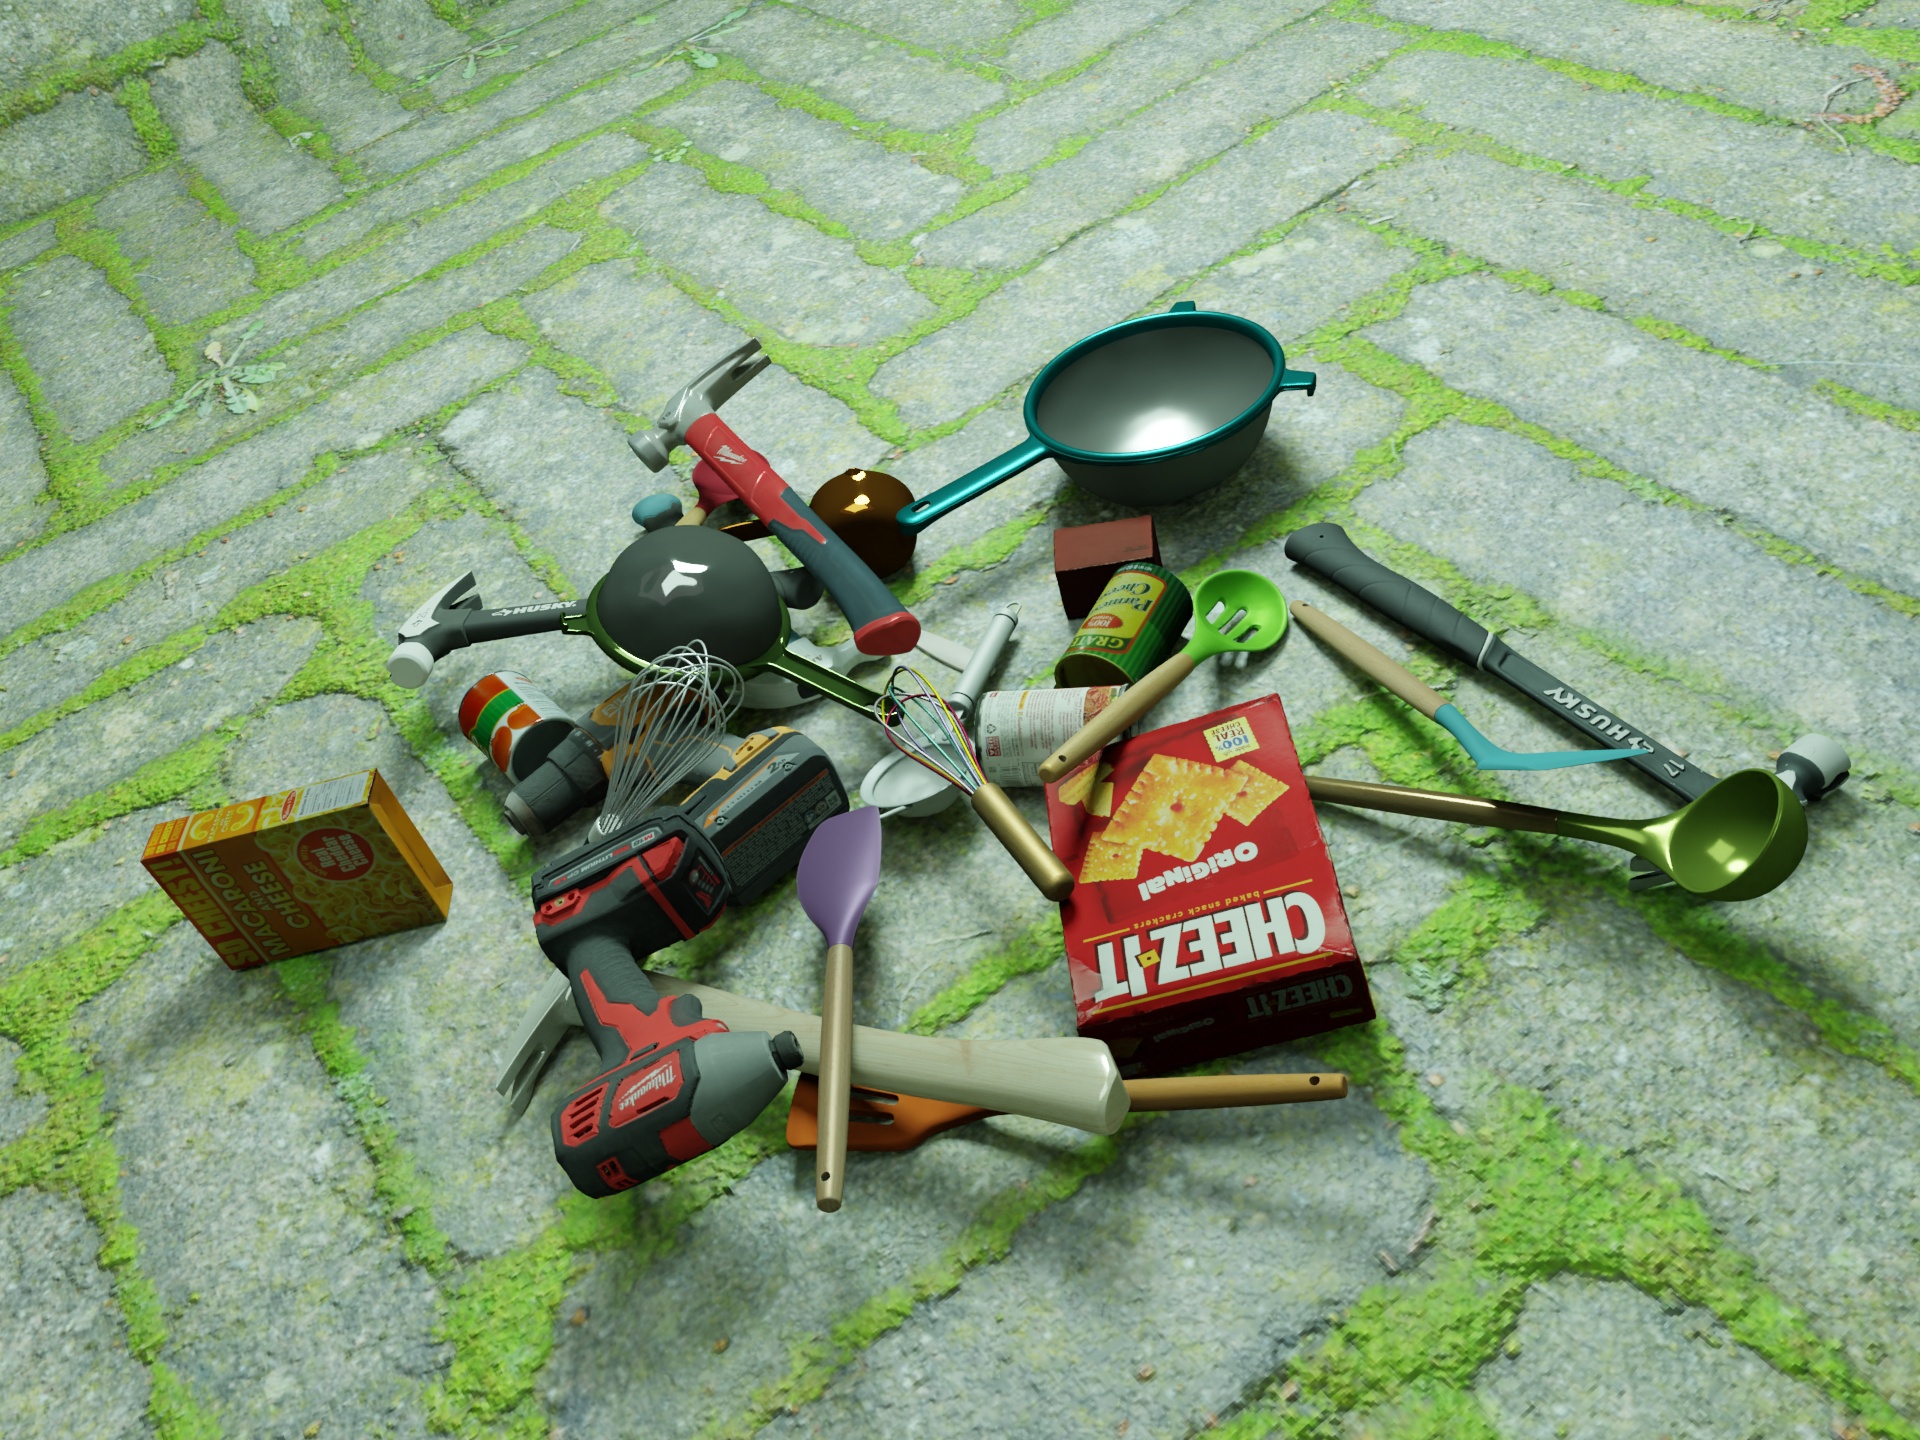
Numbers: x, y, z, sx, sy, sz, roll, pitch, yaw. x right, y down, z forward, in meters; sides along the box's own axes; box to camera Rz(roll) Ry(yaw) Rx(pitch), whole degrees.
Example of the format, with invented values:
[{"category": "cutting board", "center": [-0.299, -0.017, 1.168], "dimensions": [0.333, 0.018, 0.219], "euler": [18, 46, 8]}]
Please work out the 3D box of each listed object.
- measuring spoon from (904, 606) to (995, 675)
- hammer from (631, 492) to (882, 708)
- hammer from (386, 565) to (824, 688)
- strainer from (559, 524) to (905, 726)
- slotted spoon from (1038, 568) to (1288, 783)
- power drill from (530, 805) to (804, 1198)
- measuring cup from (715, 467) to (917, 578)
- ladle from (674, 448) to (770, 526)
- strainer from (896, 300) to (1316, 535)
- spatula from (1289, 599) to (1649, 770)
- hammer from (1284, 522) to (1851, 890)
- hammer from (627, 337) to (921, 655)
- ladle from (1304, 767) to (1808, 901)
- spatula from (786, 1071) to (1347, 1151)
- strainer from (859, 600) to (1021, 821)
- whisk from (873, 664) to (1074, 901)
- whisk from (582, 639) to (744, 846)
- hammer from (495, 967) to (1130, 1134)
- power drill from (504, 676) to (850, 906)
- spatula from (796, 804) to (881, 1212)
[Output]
[{"category": "measuring spoon", "center": [-0.020, -0.063, 1.230], "dimensions": [0.124, 0.018, 0.034], "euler": [28, 59, 37]}, {"category": "hammer", "center": [-0.191, -0.110, 1.325], "dimensions": [0.128, 0.033, 0.331], "euler": [-31, 44, -15]}, {"category": "hammer", "center": [-0.275, -0.091, 1.266], "dimensions": [0.335, 0.035, 0.146], "euler": [-7, 30, 4]}, {"category": "strainer", "center": [-0.149, -0.073, 1.143], "dimensions": [0.256, 0.069, 0.151], "euler": [26, 42, 14]}, {"category": "slotted spoon", "center": [0.137, -0.030, 1.069], "dimensions": [0.070, 0.031, 0.314], "euler": [40, 41, 13]}, {"category": "power drill", "center": [-0.176, 0.161, 0.940], "dimensions": [0.143, 0.078, 0.220], "euler": [-26, 43, 2]}, {"category": "measuring cup", "center": [-0.119, -0.147, 1.292], "dimensions": [0.173, 0.095, 0.052], "euler": [-10, 52, 1]}, {"category": "ladle", "center": [-0.226, -0.163, 1.328], "dimensions": [0.069, 0.031, 0.316], "euler": [9, 29, 6]}, {"category": "strainer", "center": [0.108, -0.208, 1.283], "dimensions": [0.340, 0.095, 0.211], "euler": [-30, 42, -9]}, {"category": "spatula", "center": [0.302, -0.025, 1.032], "dimensions": [0.082, 0.044, 0.318], "euler": [-8, 28, -19]}, {"category": "hammer", "center": [0.362, -0.033, 1.064], "dimensions": [0.149, 0.036, 0.409], "euler": [-33, 44, -14]}, {"category": "hammer", "center": [-0.129, -0.175, 1.249], "dimensions": [0.143, 0.038, 0.387], "euler": [-41, 49, -3]}, {"category": "ladle", "center": [0.326, 0.051, 0.942], "dimensions": [0.320, 0.062, 0.078], "euler": [8, 62, 40]}, {"category": "spatula", "center": [0.053, 0.208, 0.891], "dimensions": [0.322, 0.041, 0.081], "euler": [-9, 42, 26]}, {"category": "strainer", "center": [-0.002, -0.004, 1.145], "dimensions": [0.087, 0.050, 0.259], "euler": [-5, 40, 33]}, {"category": "whisk", "center": [0.005, 0.040, 1.028], "dimensions": [0.047, 0.051, 0.245], "euler": [-42, 44, 1]}, {"category": "whisk", "center": [-0.216, 0.054, 1.029], "dimensions": [0.070, 0.284, 0.070], "euler": [21, 39, -19]}, {"category": "hammer", "center": [-0.096, 0.198, 0.940], "dimensions": [0.411, 0.038, 0.146], "euler": [4, 48, 32]}, {"category": "power drill", "center": [-0.210, 0.048, 1.138], "dimensions": [0.185, 0.084, 0.226], "euler": [-40, 43, -21]}, {"category": "spatula", "center": [-0.073, 0.154, 0.931], "dimensions": [0.060, 0.018, 0.316], "euler": [-19, 34, 10]}]
